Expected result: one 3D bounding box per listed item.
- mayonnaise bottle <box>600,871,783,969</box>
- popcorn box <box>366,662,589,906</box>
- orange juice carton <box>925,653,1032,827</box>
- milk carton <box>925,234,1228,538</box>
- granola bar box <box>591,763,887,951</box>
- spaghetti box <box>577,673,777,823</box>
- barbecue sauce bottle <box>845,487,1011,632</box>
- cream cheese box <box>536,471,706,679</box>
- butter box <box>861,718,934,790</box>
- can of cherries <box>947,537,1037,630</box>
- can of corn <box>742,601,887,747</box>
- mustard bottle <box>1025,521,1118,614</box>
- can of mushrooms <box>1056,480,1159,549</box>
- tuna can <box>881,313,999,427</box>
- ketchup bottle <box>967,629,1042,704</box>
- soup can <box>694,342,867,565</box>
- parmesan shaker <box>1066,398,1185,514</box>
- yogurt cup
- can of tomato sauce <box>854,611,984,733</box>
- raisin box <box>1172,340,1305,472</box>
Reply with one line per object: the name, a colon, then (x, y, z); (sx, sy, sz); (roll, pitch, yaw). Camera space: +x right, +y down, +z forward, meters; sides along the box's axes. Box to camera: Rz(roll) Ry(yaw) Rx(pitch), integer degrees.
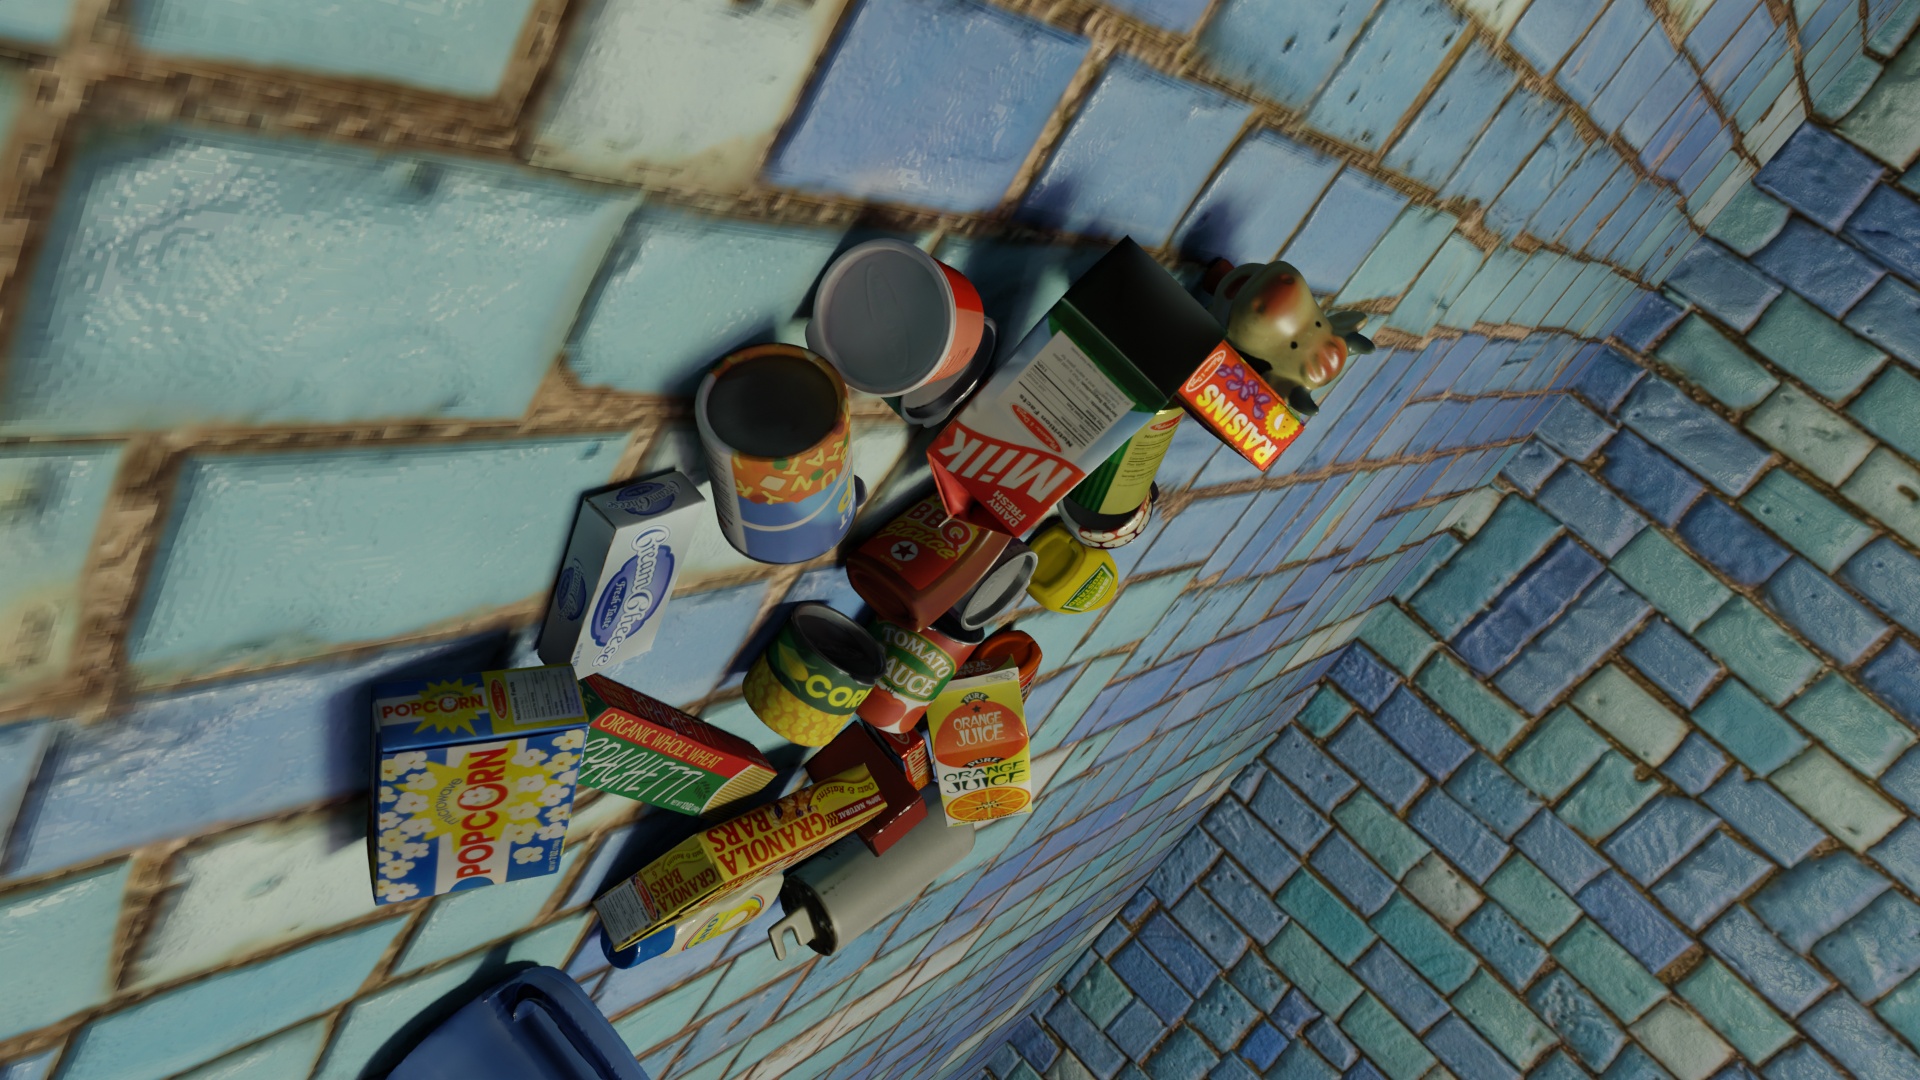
mayonnaise bottle: (-0.193, 0.268, 0.997); (0.064, 0.041, 0.148); (-53, 159, 22)
popcorn box: (-0.221, 0.111, 0.628); (0.085, 0.038, 0.126); (-5, 139, -28)
orange juice carton: (0.012, 0.147, 1.063); (0.072, 0.073, 0.191); (-10, 148, -2)
milk carton: (0.048, -0.068, 0.742); (0.073, 0.073, 0.189); (-47, -178, -39)
granola bar box: (-0.145, 0.212, 0.938); (0.123, 0.039, 0.166); (-36, 167, 33)
spaghetti box: (-0.171, 0.124, 0.795); (0.050, 0.029, 0.249); (-44, 159, -3)
barbecue sauce bottle: (0.003, -0.010, 0.835); (0.149, 0.065, 0.043); (-41, 148, -28)
cream cheese box: (-0.156, 0.017, 0.637); (0.053, 0.024, 0.103); (-24, 150, -47)
butter box: (-0.047, 0.153, 1.046); (0.024, 0.053, 0.103); (-38, 158, -14)
can of cherries: (0.007, 0.014, 0.889); (0.072, 0.058, 0.071); (-39, 157, -20)
can of corn: (-0.085, 0.081, 0.820); (0.058, 0.071, 0.071); (-53, 158, 19)
mustard bottle: (0.093, 0.027, 1.086); (0.065, 0.049, 0.160); (-47, 159, 8)
can of mushrooms: (0.103, -0.030, 0.973); (0.071, 0.071, 0.033); (-45, 157, -3)
tuna can: (-0.016, -0.091, 0.690); (0.071, 0.033, 0.070); (-38, 158, -19)
ketchup bottle: (0.027, 0.133, 1.163); (0.065, 0.043, 0.148); (-28, 154, -24)
soup can: (-0.078, -0.038, 0.621); (0.071, 0.071, 0.083); (-37, 157, -22)
parmesan shaker: (0.102, -0.073, 0.902); (0.071, 0.071, 0.102); (-31, 155, -33)
yogurt cup: (-0.024, -0.099, 0.622); (0.072, 0.072, 0.054); (-54, 166, 19)
can of tomato sauce: (-0.035, 0.075, 0.908); (0.083, 0.071, 0.071); (-53, 158, 20)
raisin box: (0.131, -0.101, 0.794); (0.123, 0.086, 0.040); (40, 97, -26)
